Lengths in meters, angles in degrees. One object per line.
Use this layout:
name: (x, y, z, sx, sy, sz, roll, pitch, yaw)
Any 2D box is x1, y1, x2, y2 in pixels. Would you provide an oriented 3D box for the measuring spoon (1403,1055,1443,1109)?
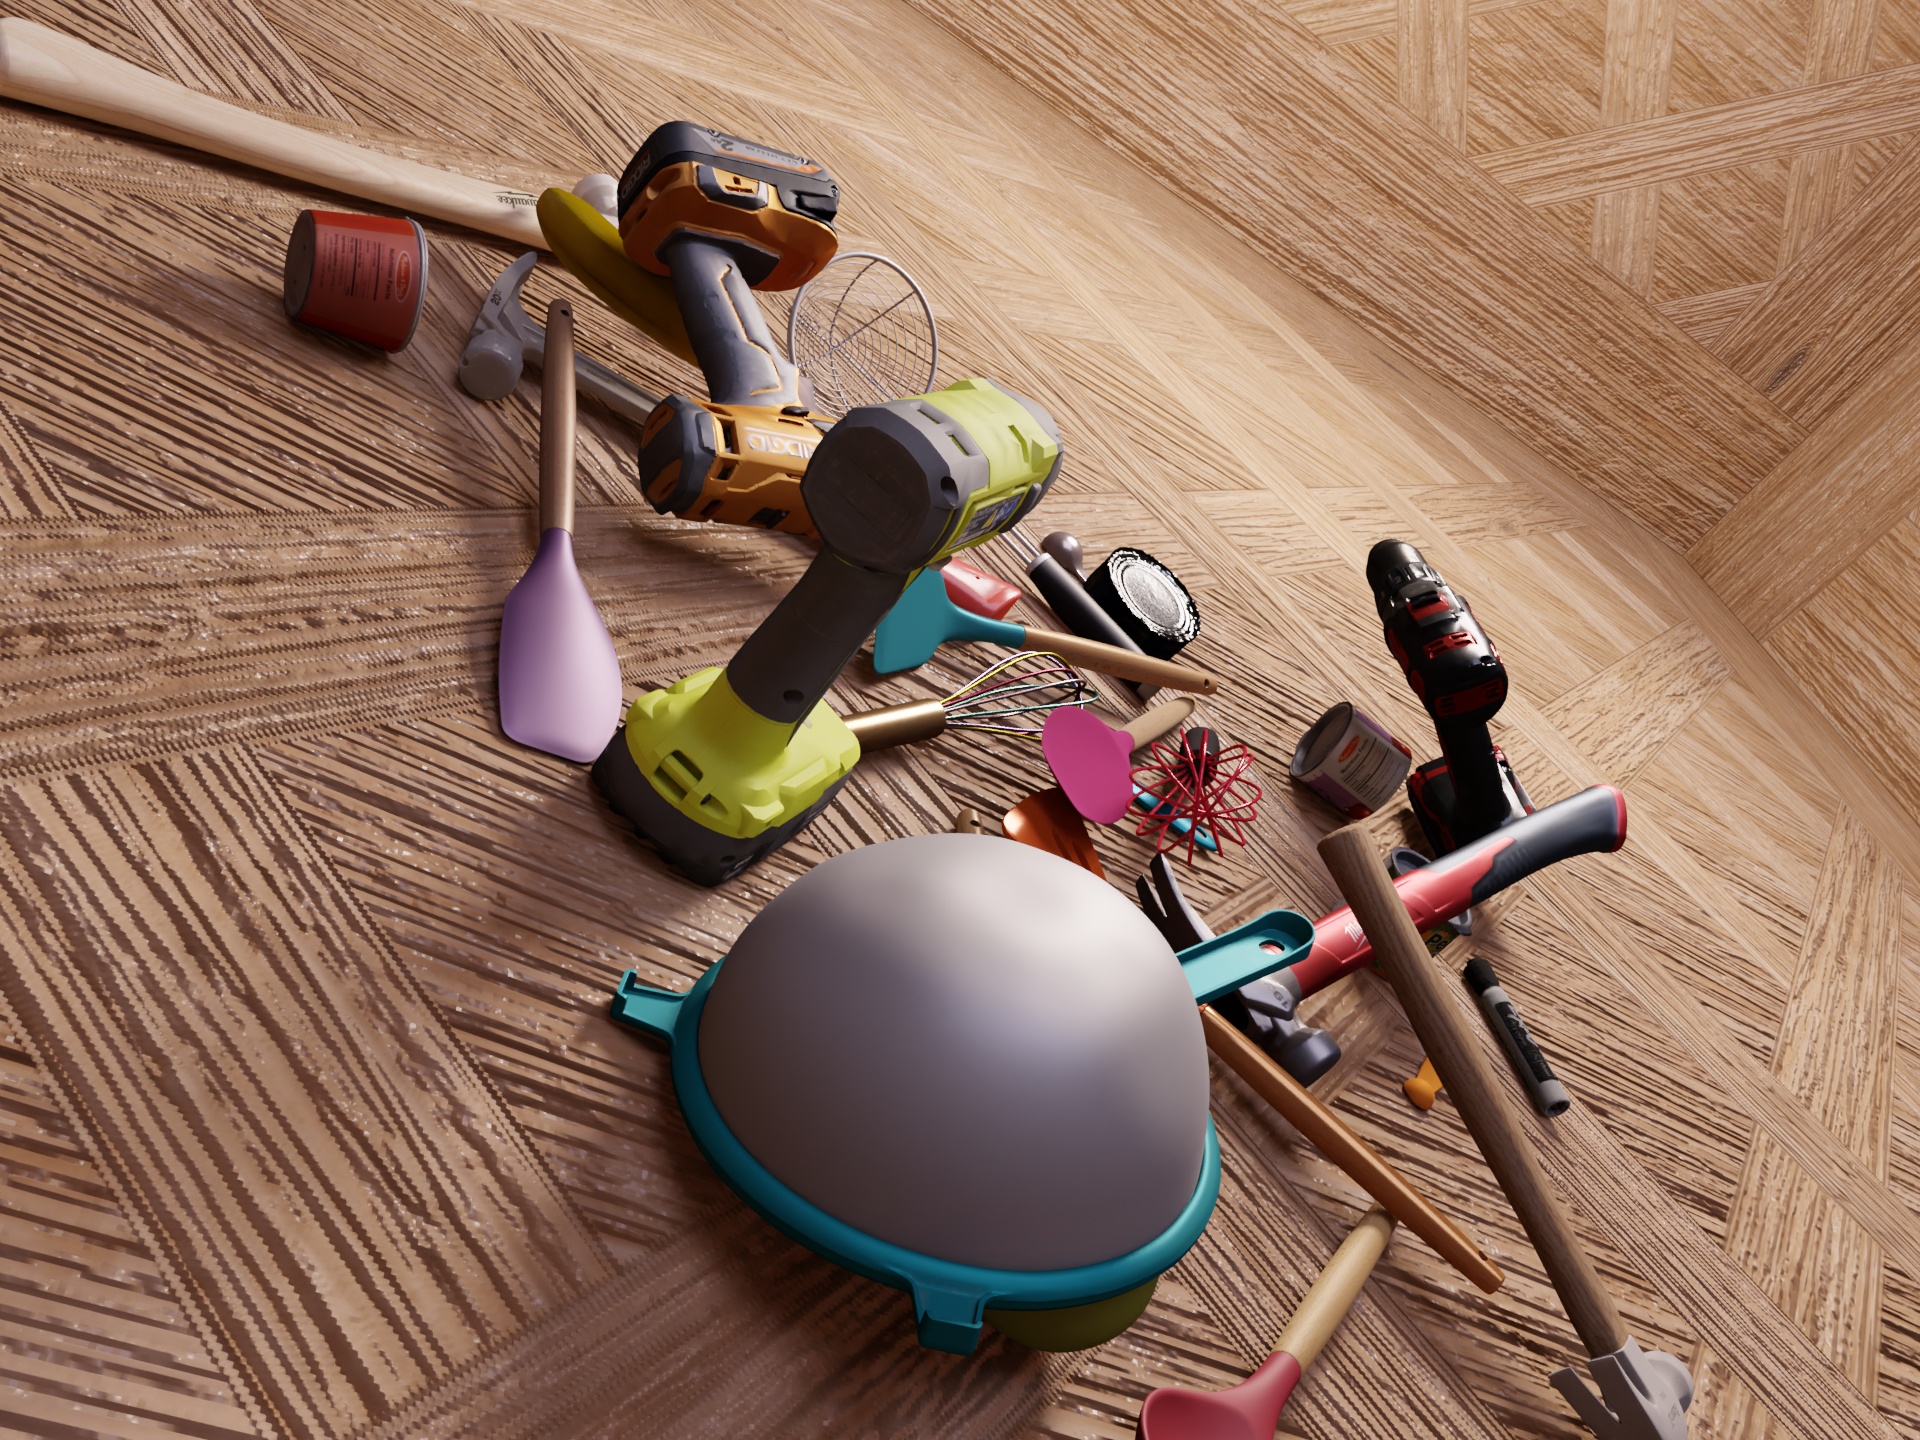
measuring spoon: (0.288, 0.204, 0.947, 0.021, 0.011, 0.117, 48, 28, 16)

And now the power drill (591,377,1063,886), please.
power drill: (-0.046, -0.044, 0.671, 0.080, 0.223, 0.171, 43, 27, 7)

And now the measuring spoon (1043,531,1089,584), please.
measuring spoon: (0.109, -0.097, 1.175, 0.124, 0.018, 0.034, 47, 27, 12)

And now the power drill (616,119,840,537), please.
power drill: (-0.099, -0.209, 0.902, 0.185, 0.084, 0.226, 4, 67, -38)

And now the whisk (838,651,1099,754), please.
whisk: (-0.001, -0.001, 0.866, 0.051, 0.047, 0.245, 28, 24, 31)

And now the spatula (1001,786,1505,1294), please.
spatula: (0.142, 0.158, 0.789, 0.323, 0.041, 0.081, 42, 26, 14)

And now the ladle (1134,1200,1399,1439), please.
ladle: (0.144, 0.259, 0.669, 0.069, 0.031, 0.315, 50, 27, 15)

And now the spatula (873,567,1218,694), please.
spatula: (0.061, -0.045, 0.984, 0.317, 0.082, 0.044, 11, -5, -40)

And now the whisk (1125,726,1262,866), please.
whisk: (0.136, 0.031, 0.918, 0.073, 0.073, 0.296, 41, 10, 3)

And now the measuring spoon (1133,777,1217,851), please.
measuring spoon: (0.111, 0.035, 0.970, 0.128, 0.021, 0.042, 37, 27, -1)

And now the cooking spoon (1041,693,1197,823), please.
cooking spoon: (0.104, 0.010, 0.960, 0.069, 0.017, 0.319, 60, 22, 3)

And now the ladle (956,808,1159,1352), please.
ladle: (0.022, 0.129, 0.684, 0.078, 0.062, 0.320, 18, 30, -17)

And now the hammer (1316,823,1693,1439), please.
hammer: (0.267, 0.203, 0.801, 0.130, 0.031, 0.331, 9, 52, -60)

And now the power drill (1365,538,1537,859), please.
power drill: (0.353, -0.010, 1.158, 0.188, 0.080, 0.226, -98, 166, -53)

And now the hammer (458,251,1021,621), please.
hammer: (-0.120, -0.153, 0.953, 0.358, 0.036, 0.149, 28, 29, -21)

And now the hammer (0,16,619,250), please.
hammer: (-0.335, -0.311, 0.924, 0.410, 0.038, 0.146, 1, 47, -50)

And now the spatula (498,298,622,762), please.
spatula: (-0.193, -0.105, 0.771, 0.059, 0.018, 0.316, 21, 41, -34)

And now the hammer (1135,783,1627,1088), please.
hammer: (0.275, 0.091, 0.952, 0.386, 0.038, 0.143, -17, 59, -38)

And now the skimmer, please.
skimmer: (0.020, -0.164, 1.086, 0.127, 0.090, 0.363, -38, 79, -29)

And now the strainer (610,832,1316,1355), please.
strainer: (0.051, 0.093, 0.625, 0.340, 0.095, 0.211, -12, 36, -44)
